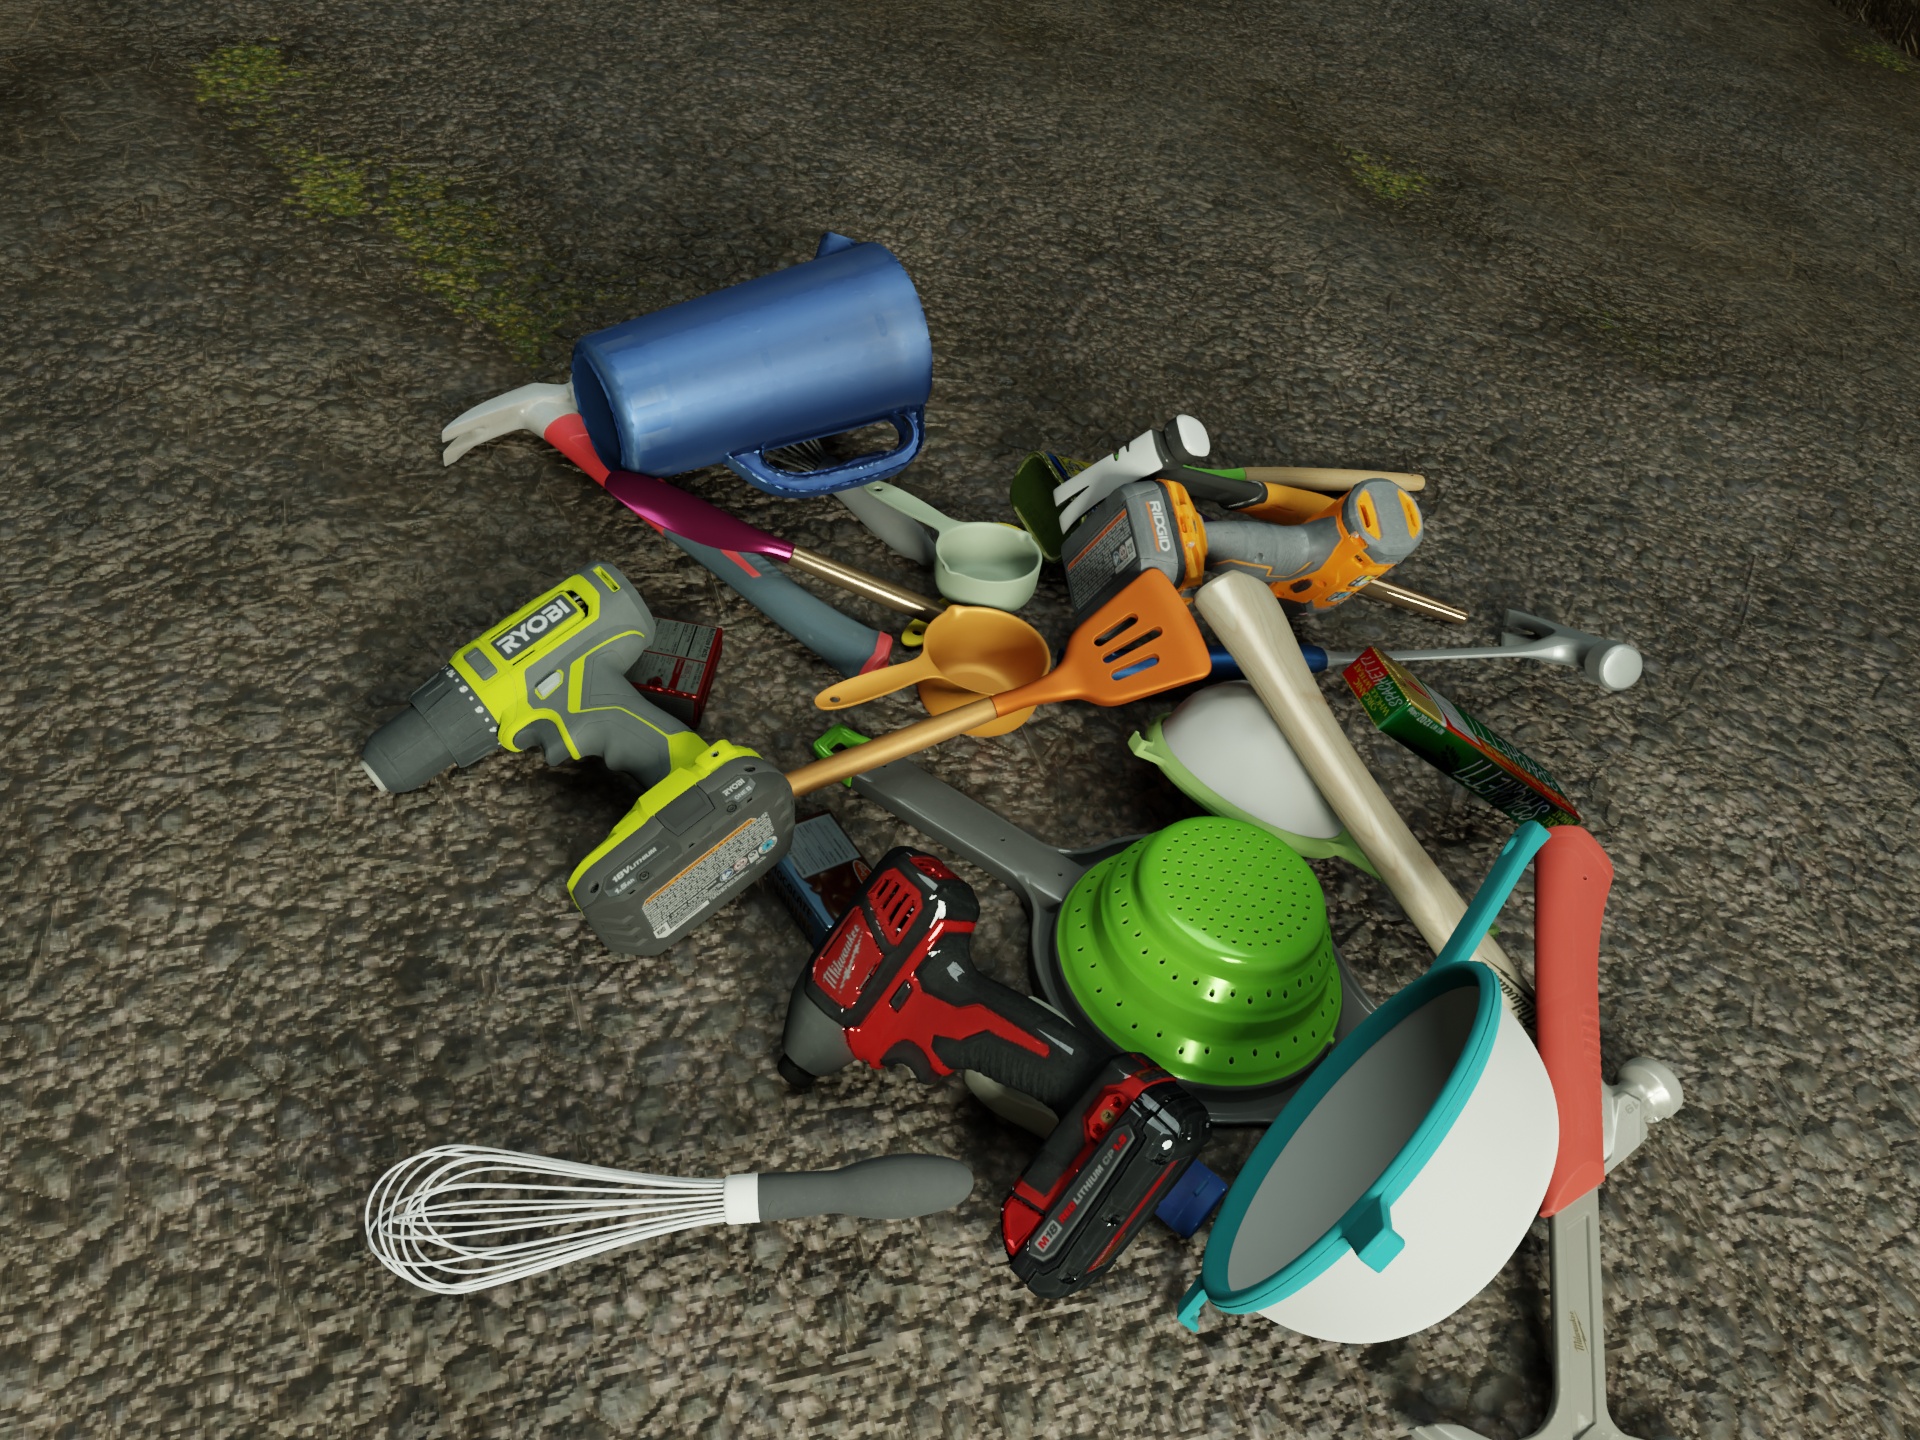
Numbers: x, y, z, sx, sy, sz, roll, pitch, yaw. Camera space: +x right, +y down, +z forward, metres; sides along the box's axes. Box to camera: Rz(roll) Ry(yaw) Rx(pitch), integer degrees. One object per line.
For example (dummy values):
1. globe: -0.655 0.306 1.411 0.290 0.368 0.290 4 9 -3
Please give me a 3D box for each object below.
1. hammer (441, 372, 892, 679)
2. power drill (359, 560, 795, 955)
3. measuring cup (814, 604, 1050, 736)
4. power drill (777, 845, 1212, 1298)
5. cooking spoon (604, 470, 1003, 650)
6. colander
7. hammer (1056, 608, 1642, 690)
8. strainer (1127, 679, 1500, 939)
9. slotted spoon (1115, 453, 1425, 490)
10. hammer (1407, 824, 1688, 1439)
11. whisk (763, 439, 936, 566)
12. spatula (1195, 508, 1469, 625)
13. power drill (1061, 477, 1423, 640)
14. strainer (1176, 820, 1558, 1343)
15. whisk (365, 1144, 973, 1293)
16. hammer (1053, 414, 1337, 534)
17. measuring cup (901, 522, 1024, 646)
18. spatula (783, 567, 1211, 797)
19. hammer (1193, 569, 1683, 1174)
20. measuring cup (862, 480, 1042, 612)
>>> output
1. hammer: -0.204 -0.131 1.142 0.387 0.038 0.143 38 50 23
2. power drill: -0.225 0.026 0.934 0.190 0.080 0.229 -38 62 -18
3. measuring cup: -0.022 -0.019 1.066 0.173 0.052 0.095 -18 52 -27
4. power drill: 0.006 0.182 0.817 0.220 0.143 0.078 39 7 24
5. cooking spoon: -0.094 -0.106 1.104 0.318 0.017 0.069 22 25 -13
6. colander: 0.080 0.084 0.954 0.397 0.094 0.204 31 46 16
7. hammer: 0.269 -0.045 1.152 0.405 0.035 0.144 -3 15 -9
8. strainer: 0.241 0.047 1.017 0.256 0.069 0.151 35 23 19
9. slotted spoon: 0.258 -0.205 1.338 0.313 0.031 0.070 -2 29 -21
10. hammer: 0.320 0.218 0.856 0.149 0.036 0.359 15 59 -6
11. whisk: -0.103 -0.192 1.229 0.239 0.055 0.055 41 50 19
12. spatula: 0.254 -0.136 1.279 0.316 0.018 0.060 20 38 8
13. power drill: 0.192 -0.110 1.133 0.226 0.164 0.084 -5 73 -23
14. strainer: 0.255 0.187 0.809 0.095 0.211 0.340 41 56 4
15. whisk: -0.135 0.229 0.751 0.284 0.070 0.070 -3 45 -5
16. hammer: 0.220 -0.163 1.203 0.336 0.127 0.034 3 68 -45
17. measuring cup: 0.004 -0.101 1.169 0.062 0.029 0.156 30 44 16
18. spatula: -0.002 -0.003 0.990 0.322 0.041 0.081 -21 73 -13
19. hammer: 0.257 0.087 0.948 0.146 0.038 0.411 -24 74 -30
20. measuring cup: -0.014 -0.128 1.158 0.168 0.038 0.083 34 46 31
